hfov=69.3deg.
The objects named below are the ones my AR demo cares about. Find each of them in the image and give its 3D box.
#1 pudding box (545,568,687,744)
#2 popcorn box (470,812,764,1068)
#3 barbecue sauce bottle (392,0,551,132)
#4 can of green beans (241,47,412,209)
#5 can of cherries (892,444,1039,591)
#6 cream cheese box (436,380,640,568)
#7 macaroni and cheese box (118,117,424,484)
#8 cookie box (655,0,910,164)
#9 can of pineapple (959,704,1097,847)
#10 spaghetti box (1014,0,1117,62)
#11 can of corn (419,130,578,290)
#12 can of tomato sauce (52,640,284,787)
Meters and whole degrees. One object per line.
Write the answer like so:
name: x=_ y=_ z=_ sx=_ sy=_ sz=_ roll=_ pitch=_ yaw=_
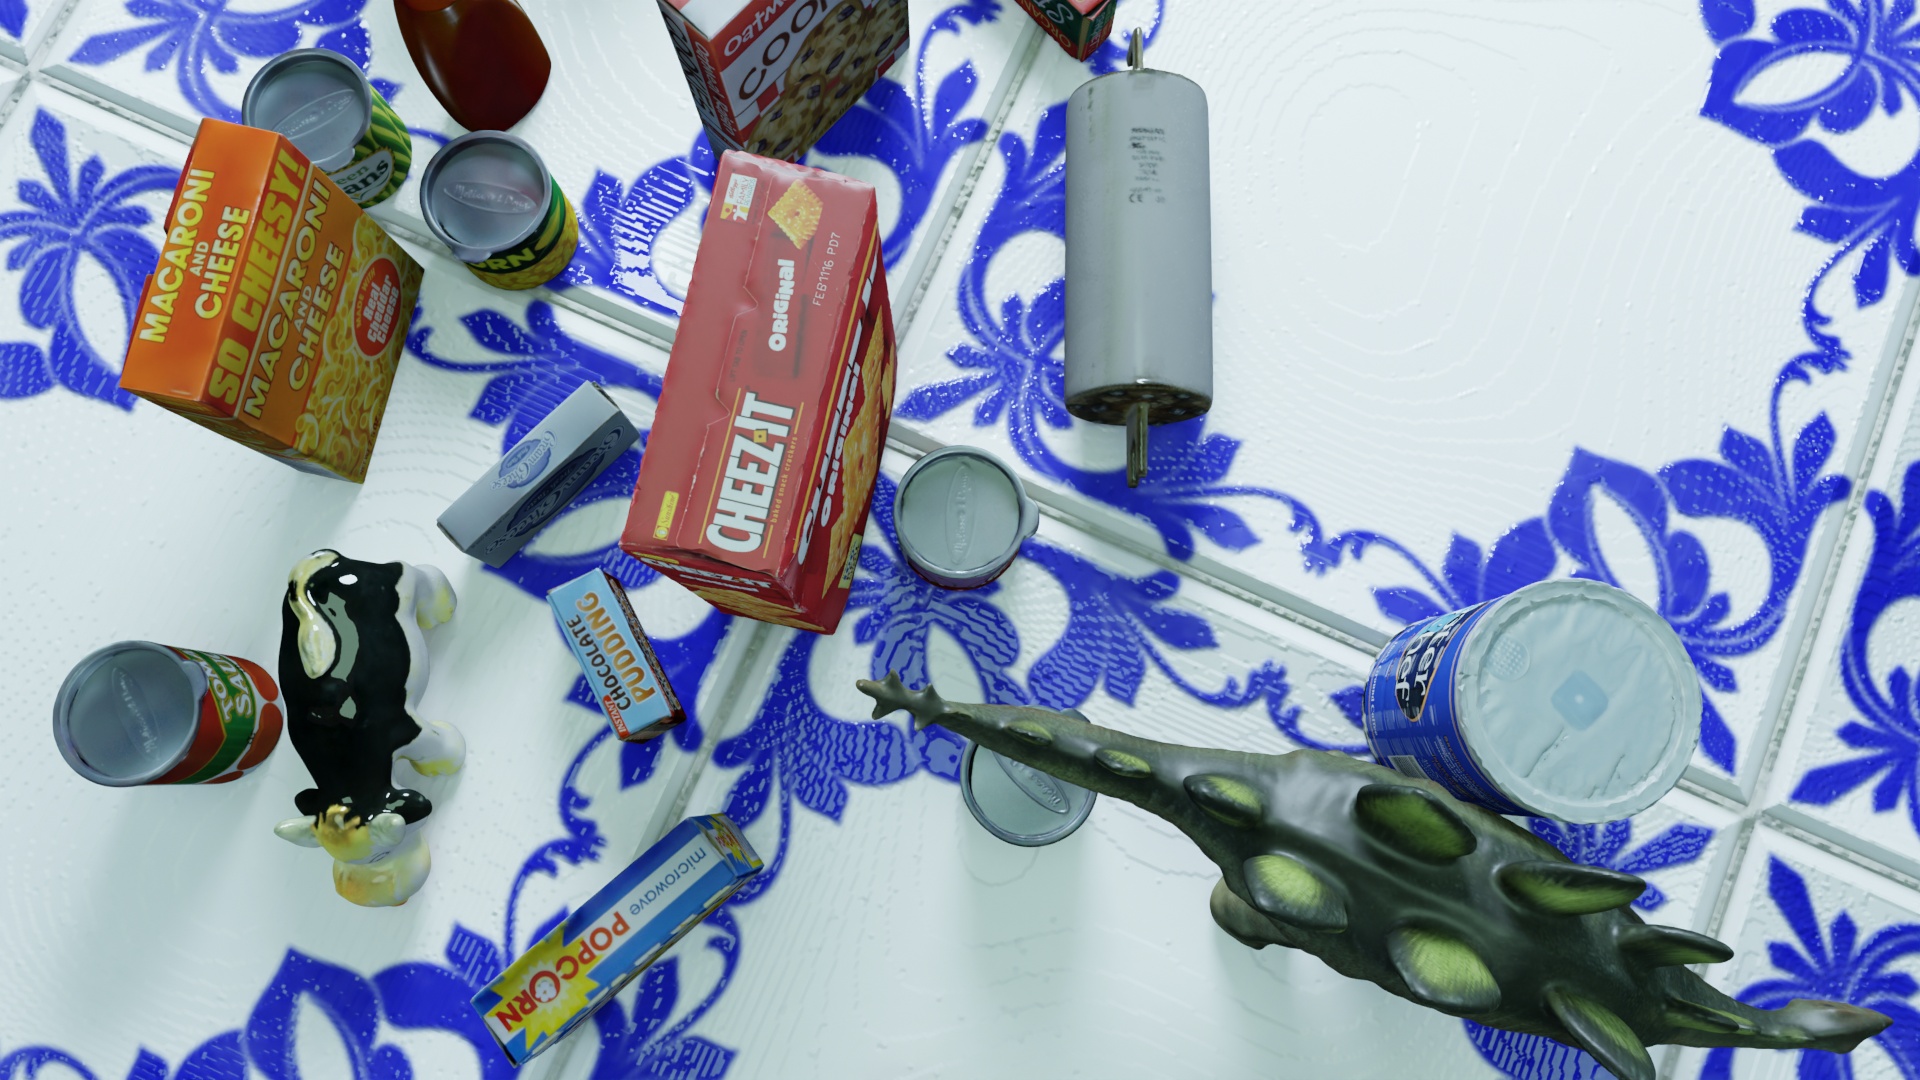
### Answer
pudding box: x=-0.170 y=0.058 z=0.690 sx=0.030 sy=0.049 sz=0.084 roll=-28 pitch=82 yaw=-5
popcorn box: x=-0.156 y=0.182 z=0.650 sx=0.127 sy=0.085 sz=0.038 roll=-40 pitch=83 yaw=-7
barbecue sauce bottle: x=-0.252 y=-0.261 z=0.695 sx=0.044 sy=0.148 sz=0.065 roll=35 pitch=82 yaw=5
can of green beans: x=-0.332 y=-0.215 z=0.732 sx=0.071 sy=0.057 sz=0.071 roll=0 pitch=80 yaw=-1
can of cherries: x=0.002 y=-0.009 z=0.699 sx=0.071 sy=0.058 sz=0.071 roll=0 pitch=80 yaw=-1
cream cheese box: x=-0.211 y=-0.033 z=0.703 sx=0.024 sy=0.053 sz=0.104 roll=44 pitch=82 yaw=6
macaroni and cheese box: x=-0.318 y=-0.104 z=0.657 sx=0.040 sy=0.166 sz=0.124 roll=11 pitch=80 yaw=1
cookie box: x=-0.082 y=-0.257 z=0.687 sx=0.040 sy=0.167 sz=0.123 roll=42 pitch=82 yaw=6
can of pineapple: x=0.034 y=0.114 z=0.678 sx=0.071 sy=0.057 sz=0.071 roll=0 pitch=80 yaw=-1
spaghetti box: x=-0.008 y=-0.365 z=0.767 sx=0.029 sy=0.050 sz=0.250 roll=-43 pitch=83 yaw=-7
can of corn: x=-0.239 y=-0.168 z=0.724 sx=0.071 sy=0.058 sz=0.071 roll=0 pitch=80 yaw=-1
can of tomato sauce: x=-0.374 y=0.083 z=0.666 sx=0.071 sy=0.083 sz=0.071 roll=0 pitch=80 yaw=-1
